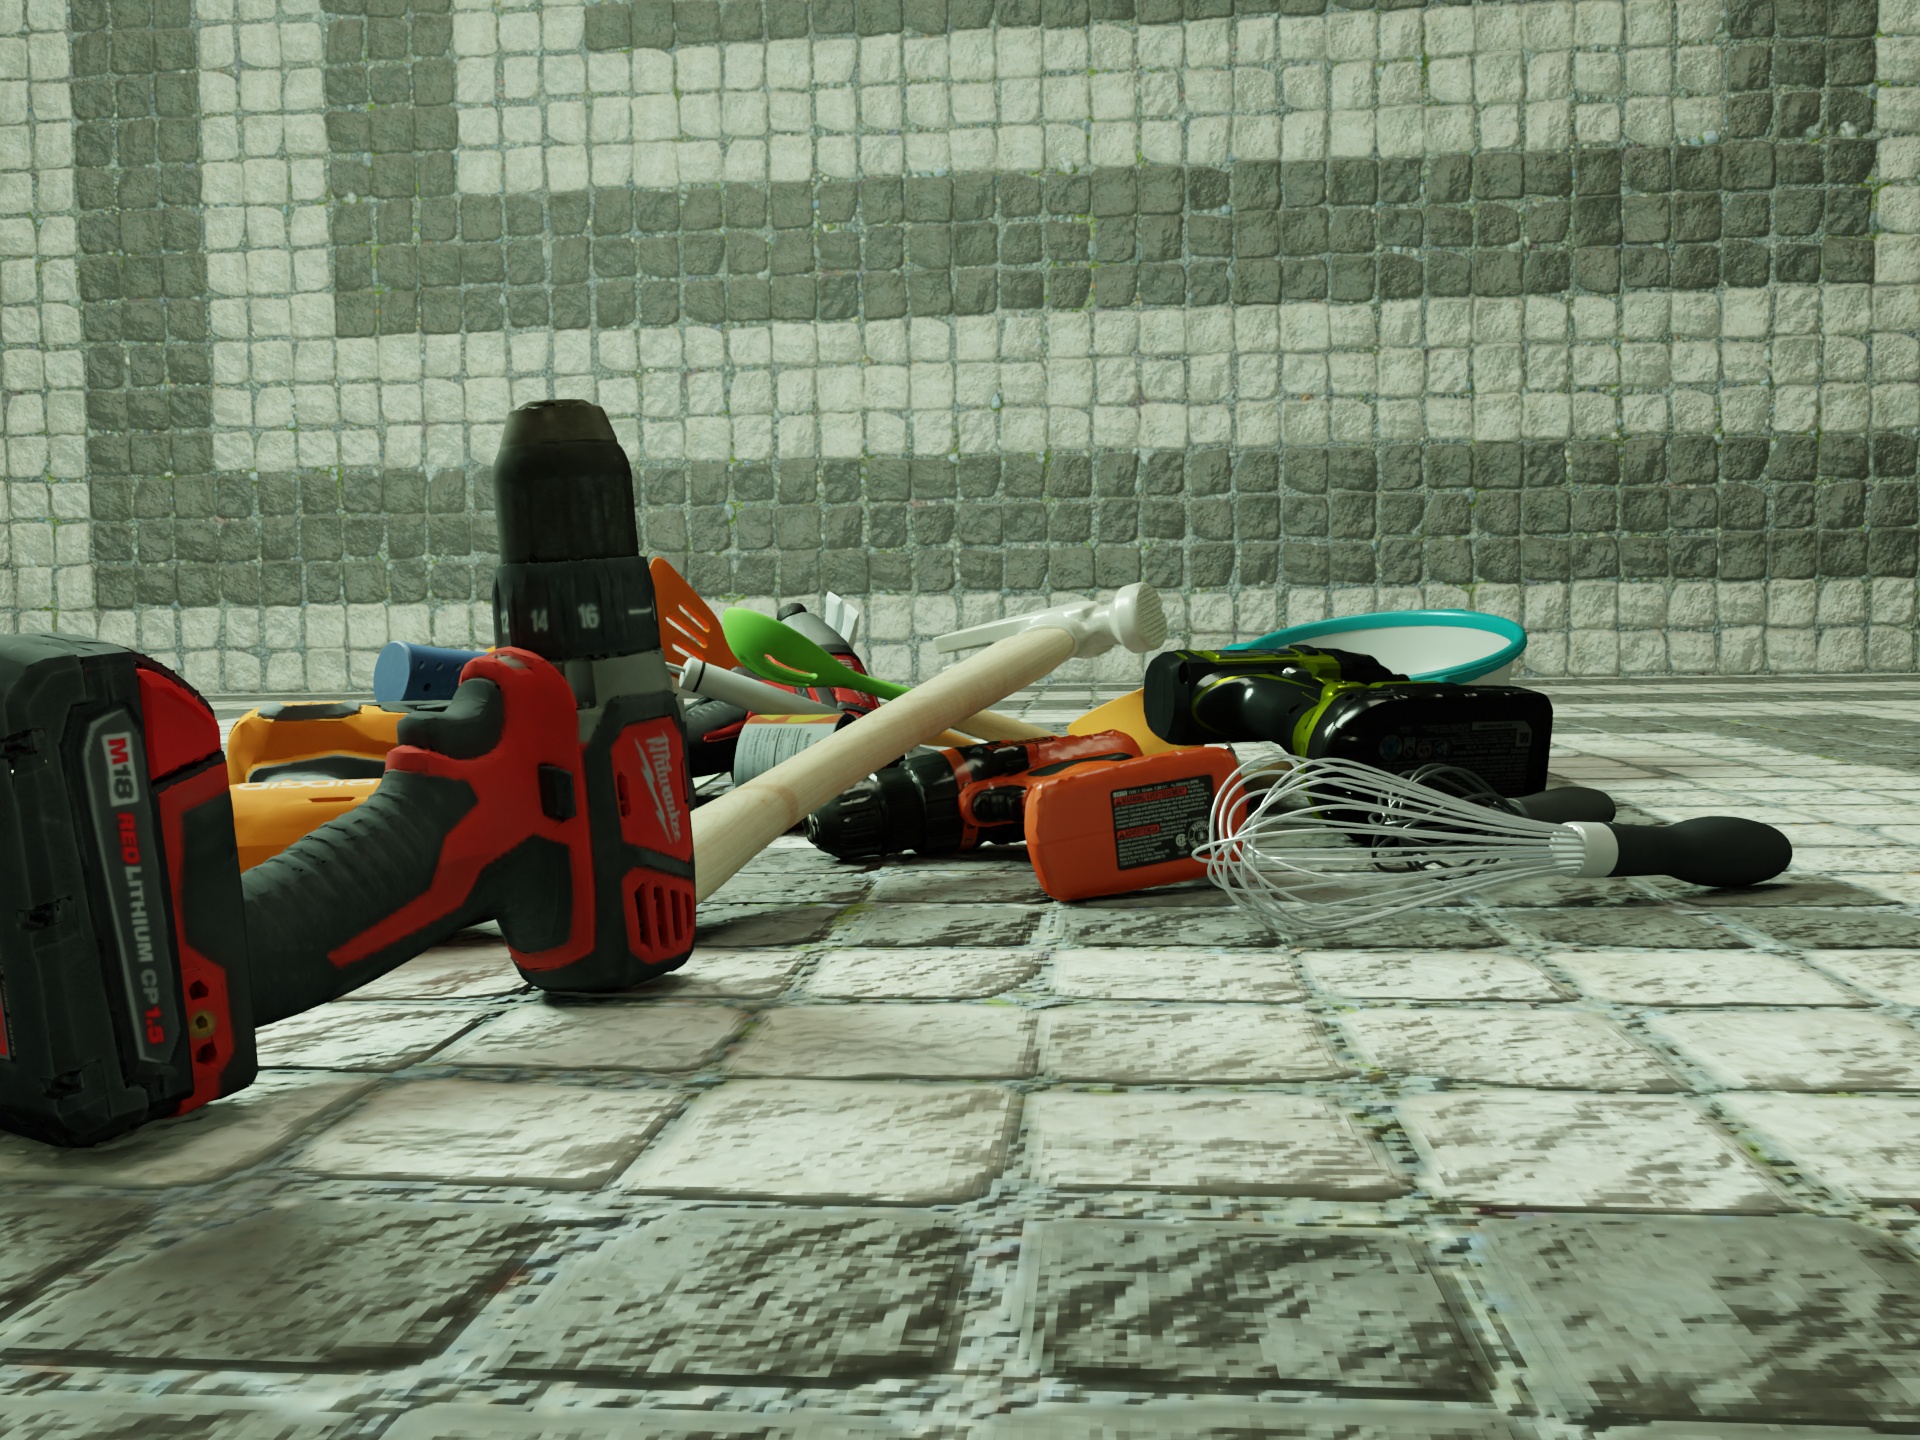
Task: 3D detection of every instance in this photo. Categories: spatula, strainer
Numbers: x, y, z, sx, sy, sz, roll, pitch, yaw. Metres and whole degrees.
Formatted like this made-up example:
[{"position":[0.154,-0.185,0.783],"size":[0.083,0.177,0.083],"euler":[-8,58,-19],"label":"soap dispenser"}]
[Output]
[{"position":[-0.087,-0.019,1.125],"size":[0.322,0.081,0.041],"euler":[21,-33,-28],"label":"spatula"},{"position":[0.314,0.004,1.114],"size":[0.211,0.095,0.340],"euler":[-9,16,-1],"label":"strainer"},{"position":[-0.062,0.009,0.957],"size":[0.258,0.050,0.087],"euler":[20,-4,-16],"label":"strainer"}]

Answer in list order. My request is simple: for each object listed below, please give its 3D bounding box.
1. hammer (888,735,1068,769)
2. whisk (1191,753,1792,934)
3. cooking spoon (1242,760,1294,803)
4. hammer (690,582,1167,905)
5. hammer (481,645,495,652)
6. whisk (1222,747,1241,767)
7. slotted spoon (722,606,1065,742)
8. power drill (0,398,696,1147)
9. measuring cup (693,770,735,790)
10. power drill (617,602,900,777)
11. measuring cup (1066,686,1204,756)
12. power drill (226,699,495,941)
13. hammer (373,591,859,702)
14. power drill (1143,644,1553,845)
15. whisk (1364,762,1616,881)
[{"position":[0.069,0.024,1.168],"size":[0.128,0.033,0.331],"euler":[7,7,39],"label":"hammer"},{"position":[0.221,0.051,0.627],"size":[0.284,0.070,0.070],"euler":[2,2,-21],"label":"whisk"},{"position":[0.167,0.045,0.968],"size":[0.069,0.017,0.319],"euler":[-9,0,23],"label":"cooking spoon"},{"position":[-0.043,0.009,0.761],"size":[0.146,0.038,0.410],"euler":[-12,11,33],"label":"hammer"},{"position":[-0.358,-0.006,1.049],"size":[0.127,0.034,0.337],"euler":[-3,19,17],"label":"hammer"},{"position":[0.111,0.035,0.959],"size":[0.059,0.057,0.246],"euler":[41,23,26],"label":"whisk"},{"position":[-0.002,-0.003,0.984],"size":[0.313,0.031,0.070],"euler":[19,-18,-18],"label":"slotted spoon"},{"position":[-0.165,0.003,0.446],"size":[0.080,0.188,0.226],"euler":[0,8,34],"label":"power drill"},{"position":[-0.142,0.041,1.052],"size":[0.083,0.038,0.167],"euler":[-2,15,29],"label":"measuring cup"},{"position":[-0.152,-0.014,0.992],"size":[0.219,0.143,0.078],"euler":[-2,-33,-38],"label":"power drill"},{"position":[0.160,0.001,1.083],"size":[0.173,0.052,0.095],"euler":[-16,-11,-16],"label":"measuring cup"},{"position":[-0.243,0.042,0.672],"size":[0.164,0.084,0.226],"euler":[-2,8,-15],"label":"power drill"},{"position":[-0.217,-0.031,1.100],"size":[0.035,0.144,0.405],"euler":[35,19,30],"label":"hammer"},{"position":[0.224,0.000,0.905],"size":[0.171,0.080,0.223],"euler":[-2,13,-16],"label":"power drill"},{"position":[0.260,0.045,0.752],"size":[0.055,0.055,0.238],"euler":[2,1,42],"label":"whisk"}]
